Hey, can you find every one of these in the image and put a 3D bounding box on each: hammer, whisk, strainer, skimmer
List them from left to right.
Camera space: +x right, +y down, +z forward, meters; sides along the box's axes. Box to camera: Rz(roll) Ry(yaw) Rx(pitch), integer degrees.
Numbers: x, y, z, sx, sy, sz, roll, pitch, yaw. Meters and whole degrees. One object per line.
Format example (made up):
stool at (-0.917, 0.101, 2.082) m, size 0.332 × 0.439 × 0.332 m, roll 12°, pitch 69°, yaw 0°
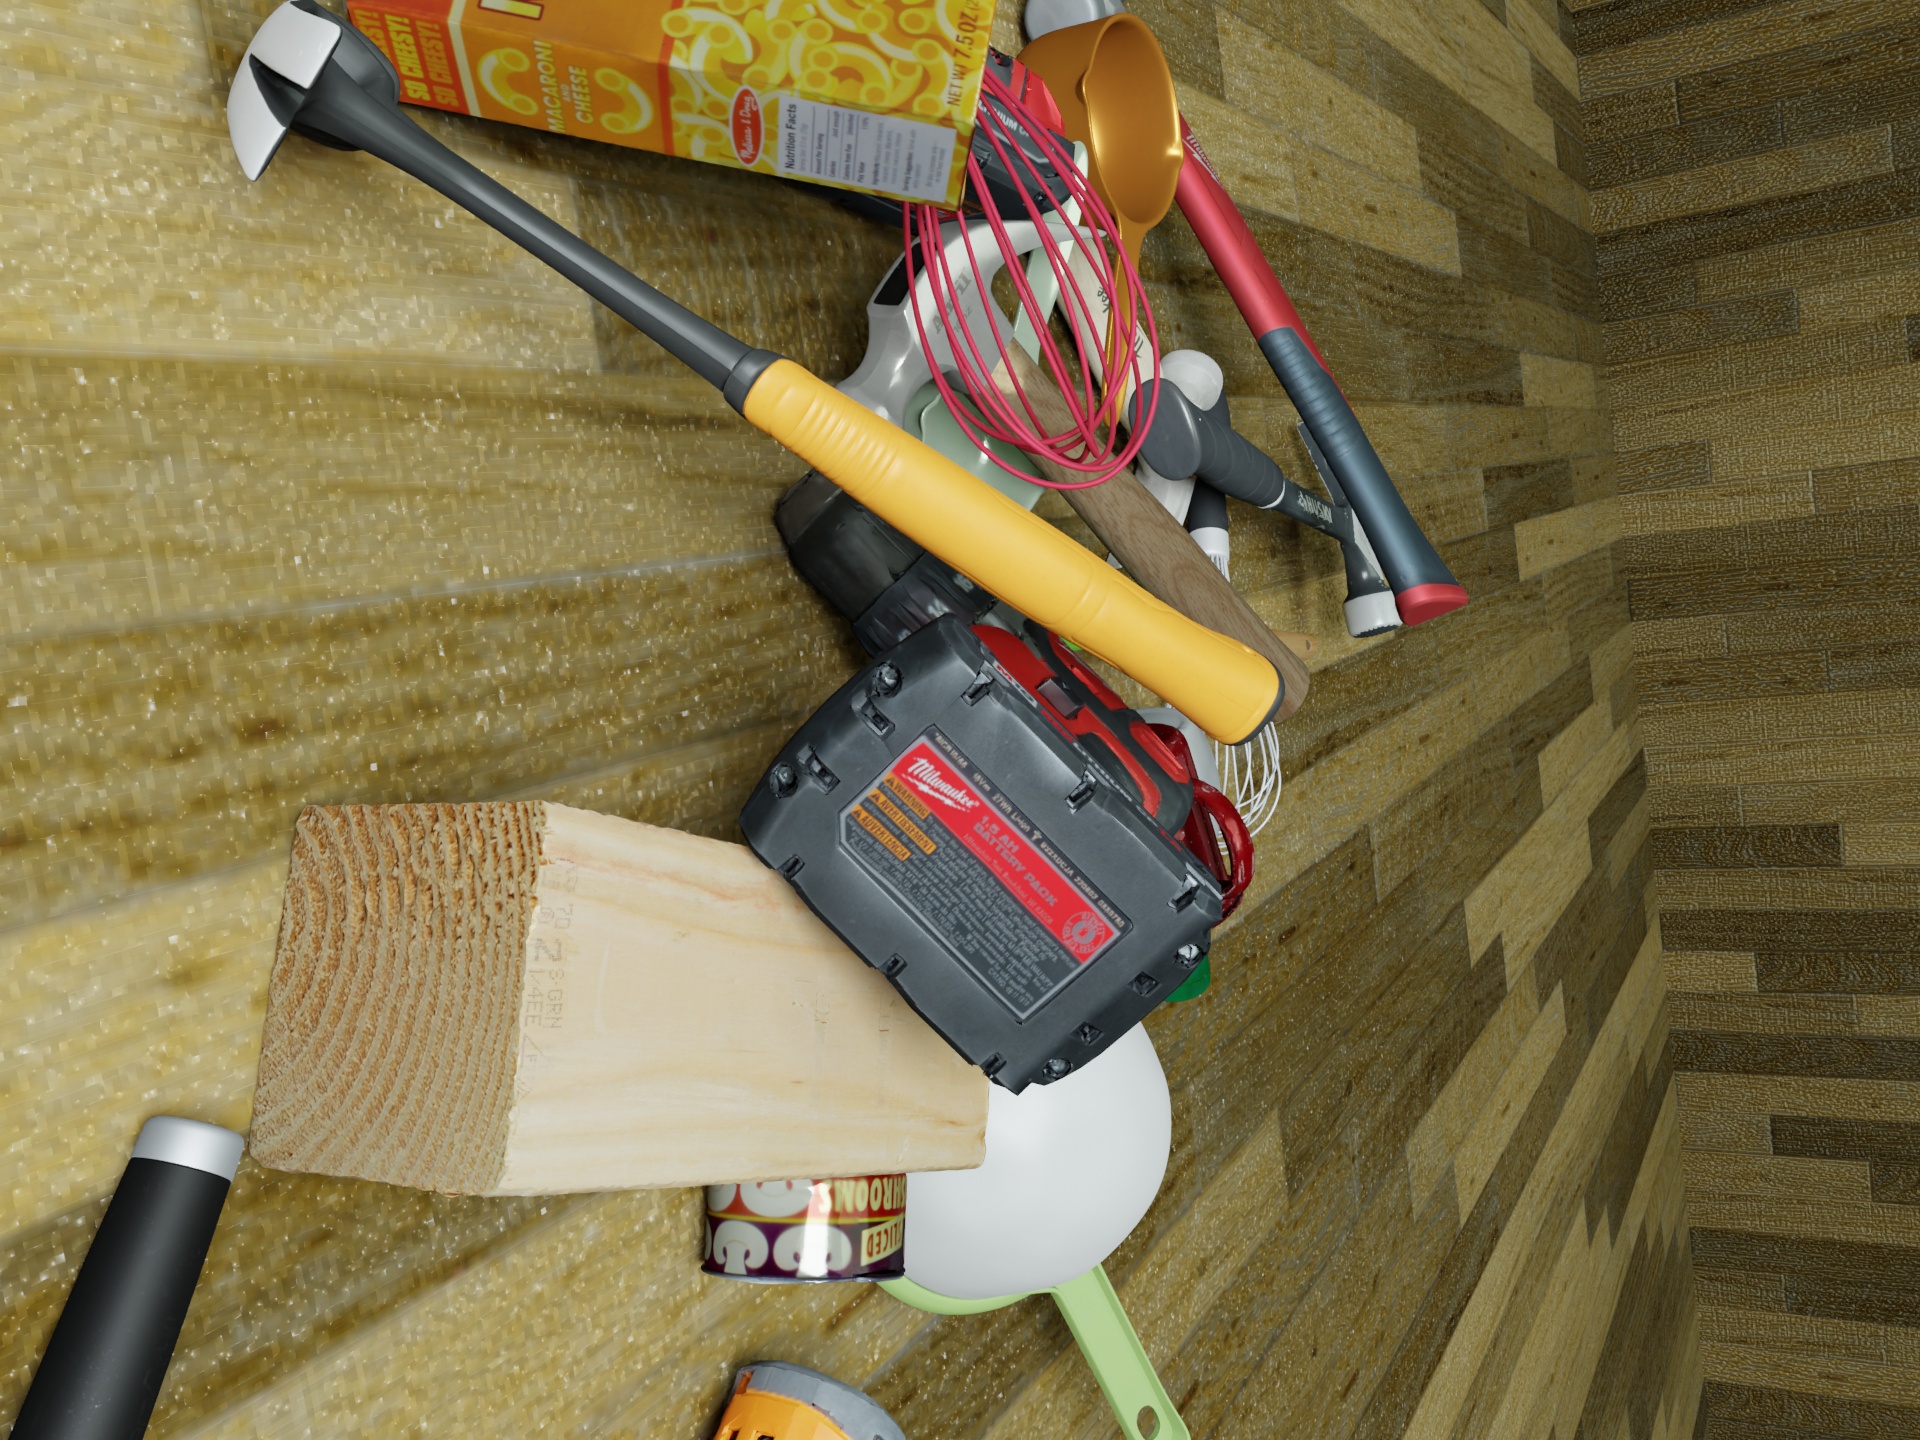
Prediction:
skimmer at (-0.172, 0.258, 0.283) m, size 0.127 × 0.090 × 0.364 m, roll 97°, pitch 3°, yaw -63°
hammer at (-0.030, -0.076, 0.433) m, size 0.336 × 0.127 × 0.034 m, roll 30°, pitch 101°, yaw -28°
whisk at (-0.009, -0.209, 0.504) m, size 0.073 × 0.073 × 0.296 m, roll -9°, pitch 77°, yaw -59°
hammer at (0.024, -0.250, 0.726) m, size 0.410 × 0.038 × 0.146 m, roll 53°, pitch 45°, yaw -41°
strainer at (0.050, 0.199, 0.607) m, size 0.151 × 0.069 × 0.256 m, roll -35°, pitch 109°, yaw -29°
hammer at (0.072, -0.088, 0.679) m, size 0.331 × 0.031 × 0.130 m, roll 38°, pitch 78°, yaw -45°
whisk at (0.138, -0.065, 0.878) m, size 0.070 × 0.070 × 0.285 m, roll 30°, pitch 57°, yaw -54°
hammer at (0.167, -0.224, 0.850) m, size 0.386 × 0.038 × 0.143 m, roll 57°, pitch 34°, yaw -12°
hammer at (0.178, -0.134, 0.894) m, size 0.408 × 0.036 × 0.149 m, roll 3°, pitch 73°, yaw -64°

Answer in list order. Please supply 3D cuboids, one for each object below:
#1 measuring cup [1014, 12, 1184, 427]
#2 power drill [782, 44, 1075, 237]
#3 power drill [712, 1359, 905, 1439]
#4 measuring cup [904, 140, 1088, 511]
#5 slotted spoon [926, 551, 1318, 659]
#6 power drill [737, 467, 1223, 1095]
measuring cup at (0.052, -0.214, 0.692) m, size 0.095 × 0.052 × 0.173 m, roll 1°, pitch 94°, yaw -57°
power drill at (-0.006, -0.306, 0.598) m, size 0.143 × 0.078 × 0.220 m, roll 7°, pitch 88°, yaw -48°
power drill at (-0.033, 0.338, 0.516) m, size 0.226 × 0.084 × 0.164 m, roll 57°, pitch 41°, yaw -32°
measuring cup at (0.013, -0.156, 0.649) m, size 0.083 × 0.038 × 0.167 m, roll 18°, pitch 90°, yaw -48°
slotted spoon at (0.087, -0.042, 0.753) m, size 0.313 × 0.031 × 0.070 m, roll 1°, pitch 85°, yaw -48°
power drill at (-0.001, -0.002, 0.509) m, size 0.188 × 0.080 × 0.227 m, roll 45°, pitch 13°, yaw -6°
